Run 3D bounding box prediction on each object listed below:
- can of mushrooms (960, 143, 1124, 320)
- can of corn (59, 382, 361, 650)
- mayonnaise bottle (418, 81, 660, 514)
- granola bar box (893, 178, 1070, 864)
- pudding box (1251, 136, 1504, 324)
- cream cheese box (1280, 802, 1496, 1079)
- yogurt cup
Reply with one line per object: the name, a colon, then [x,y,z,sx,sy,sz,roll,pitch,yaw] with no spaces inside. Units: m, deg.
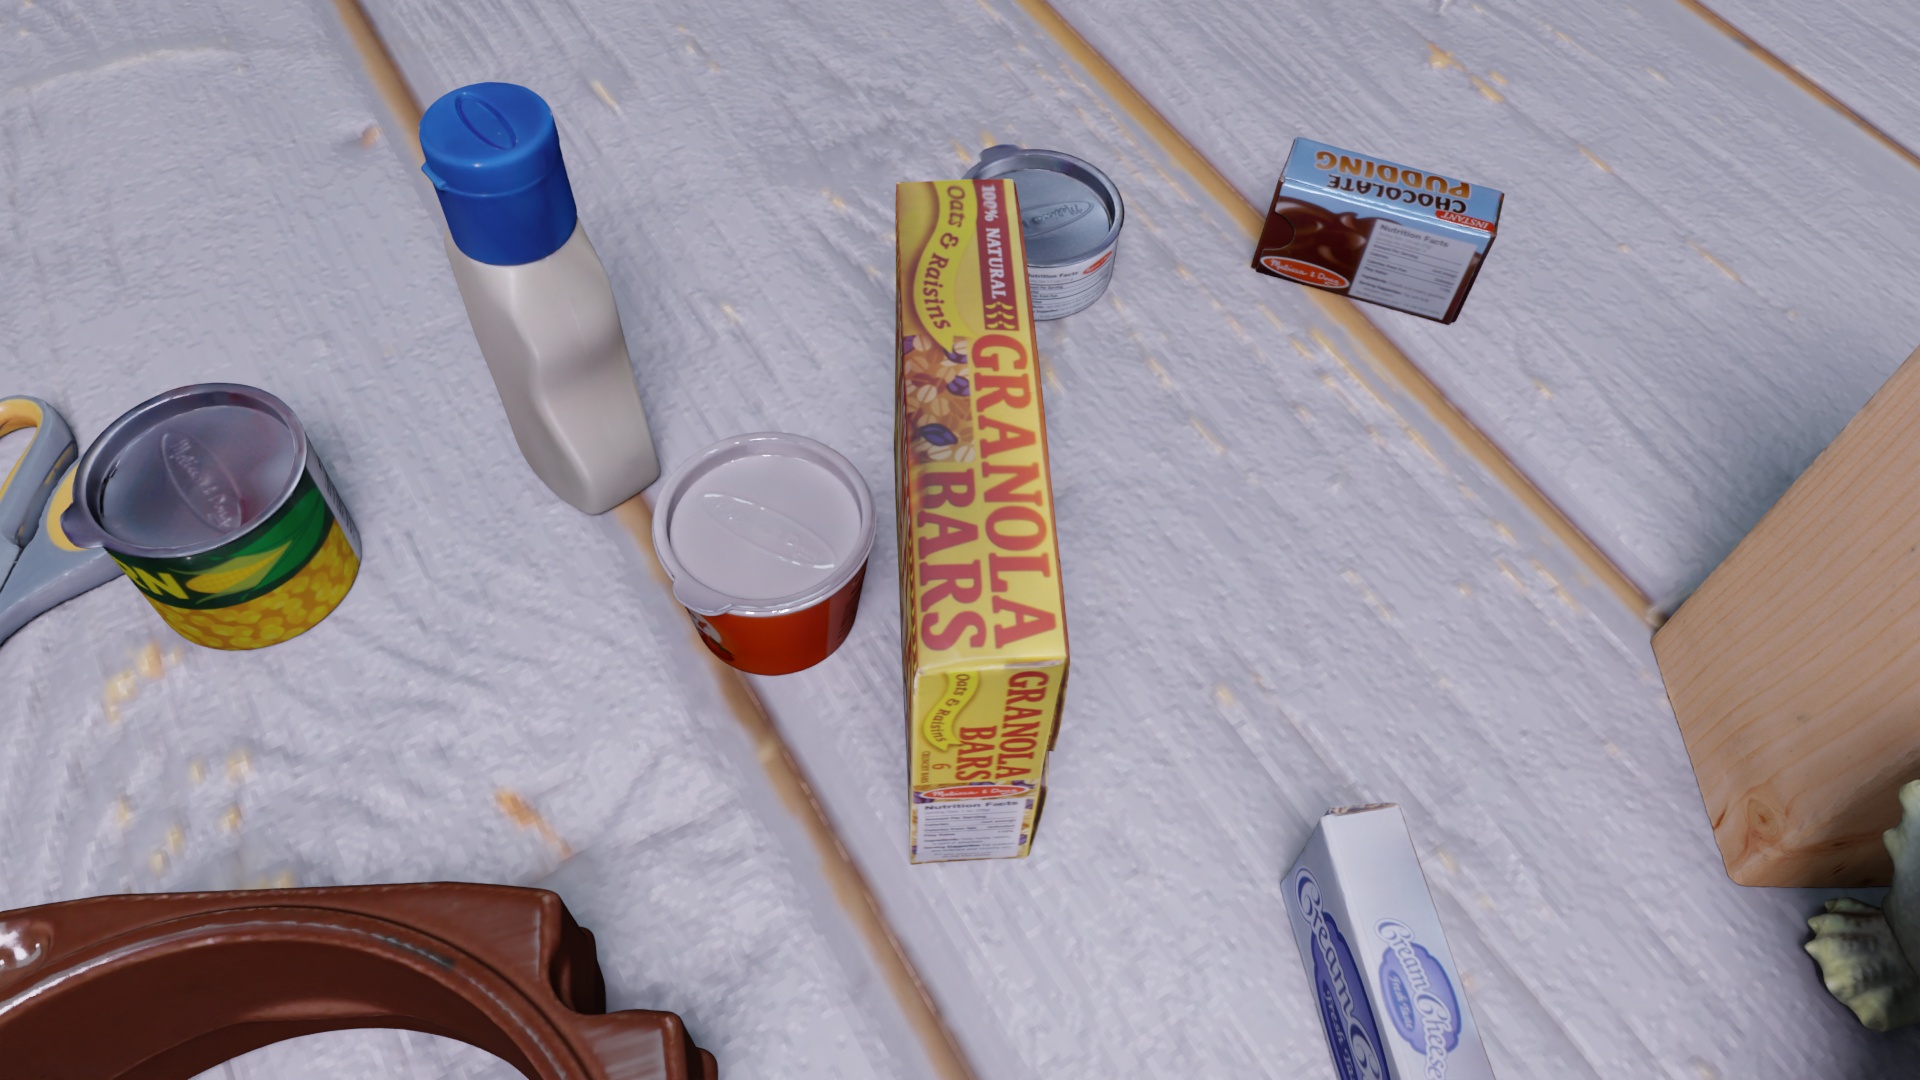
can of mushrooms: [0.029,-0.122,0.549,0.071,0.033,0.071,1,55,-2]
can of corn: [-0.234,-0.005,0.440,0.071,0.058,0.071,1,56,-2]
mayonnaise bottle: [-0.131,-0.072,0.437,0.041,0.147,0.065,-34,63,-23]
granola bar box: [0.001,-0.005,0.412,0.039,0.123,0.166,-1,56,-4]
pudding box: [0.162,-0.121,0.545,0.084,0.049,0.030,17,57,9]
cream cheese box: [0.115,0.128,0.369,0.024,0.053,0.104,-6,56,-7]
yogurt cup: [-0.061,0.007,0.443,0.072,0.053,0.073,1,56,-2]
